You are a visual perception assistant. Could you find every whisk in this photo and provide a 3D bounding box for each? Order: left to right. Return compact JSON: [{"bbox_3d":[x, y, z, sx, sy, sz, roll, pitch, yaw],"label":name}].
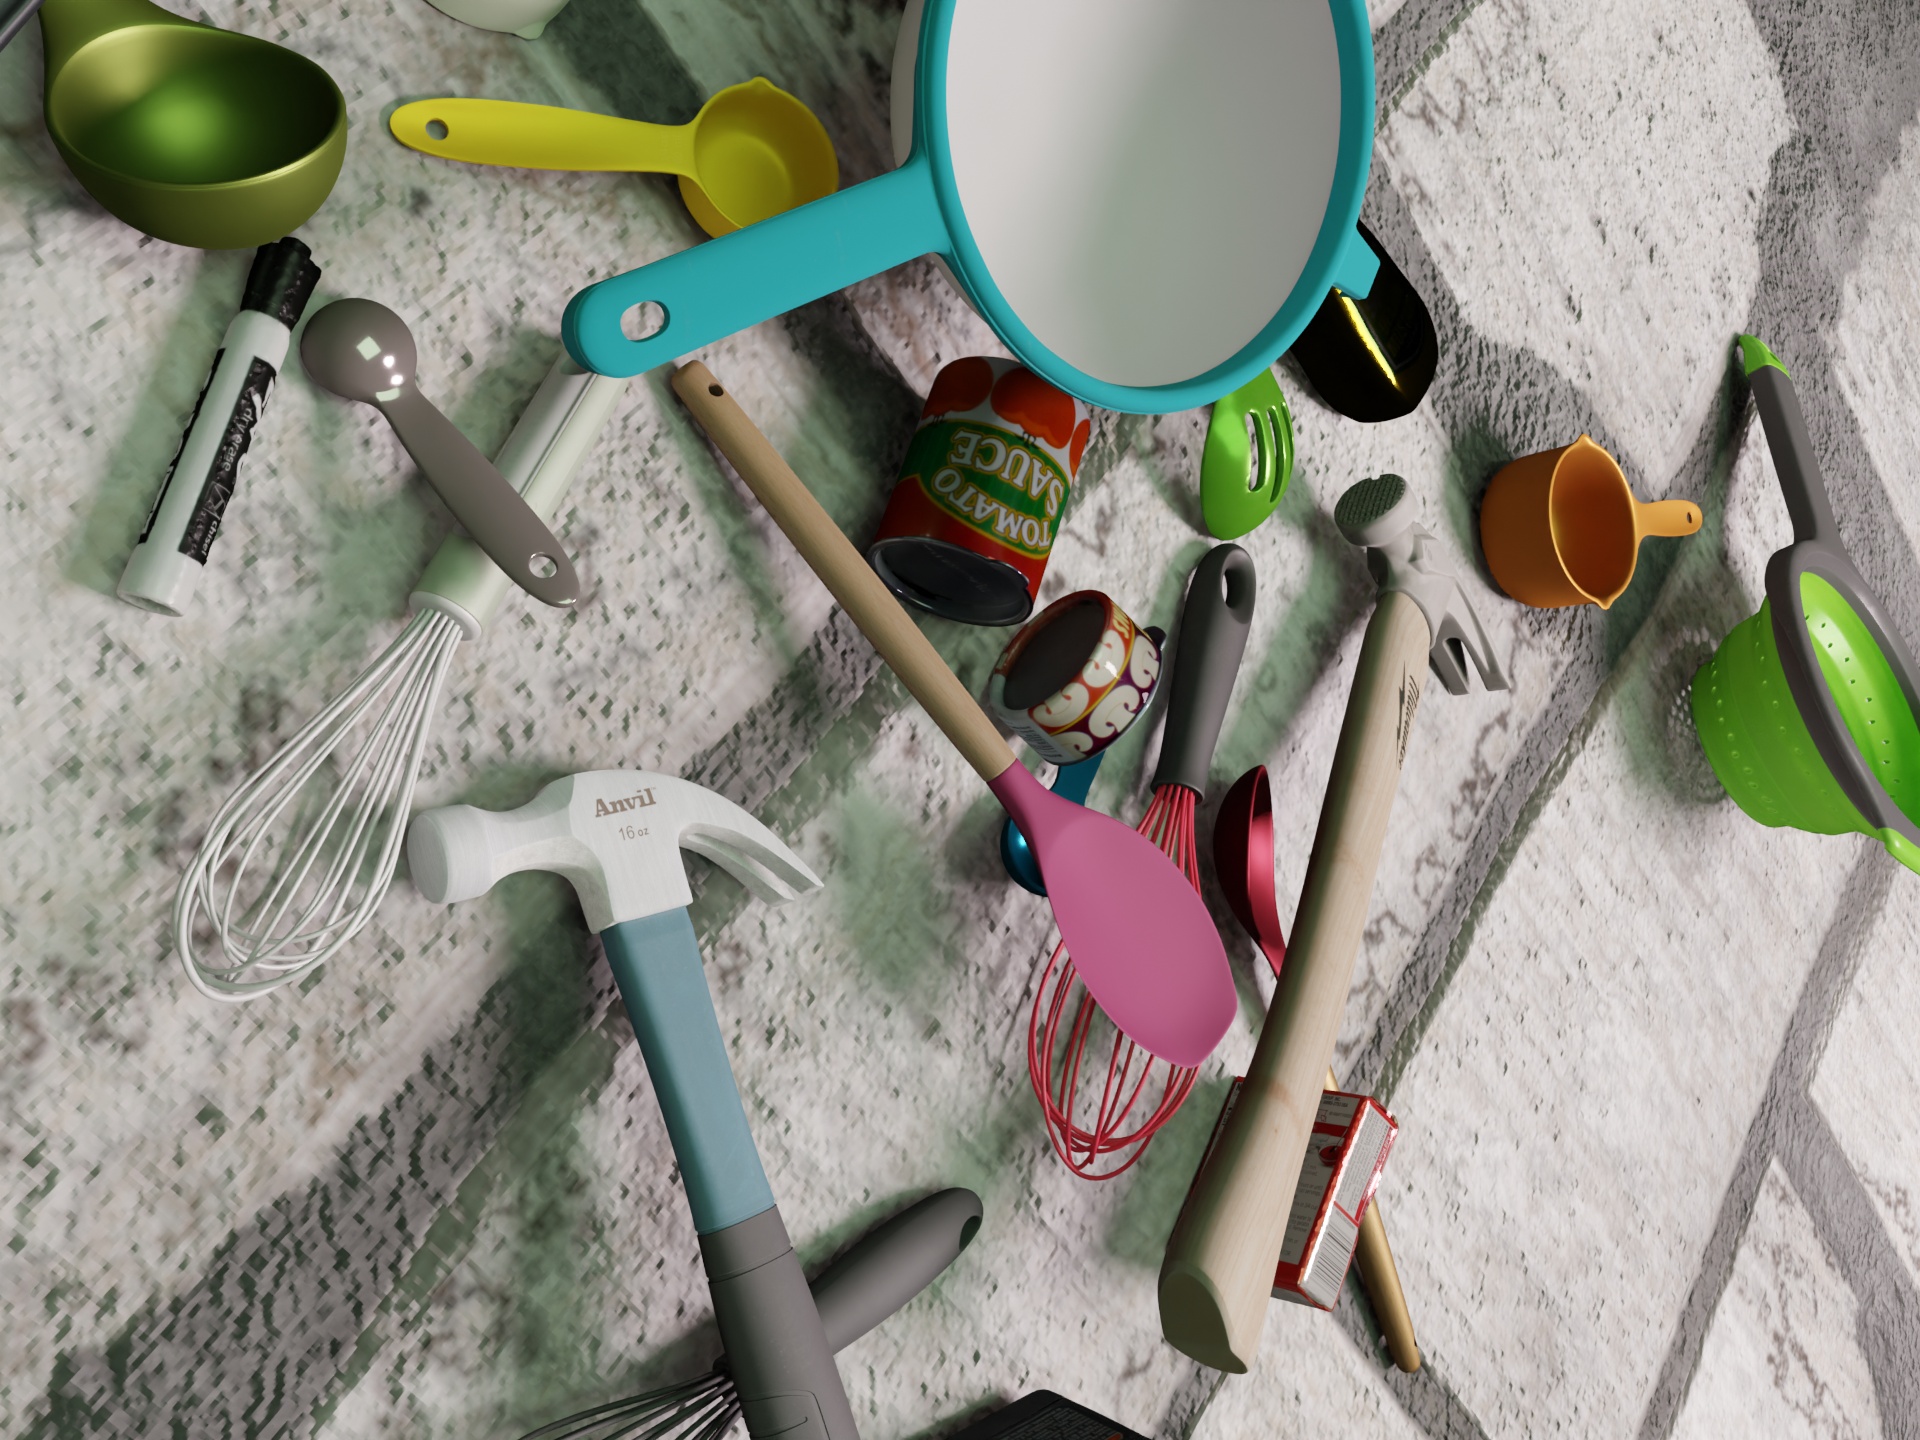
[{"bbox_3d":[-0.163,-0.026,0.490,0.059,0.058,0.246,69,38,-56],"label":"whisk"},{"bbox_3d":[-0.076,0.221,0.535,0.239,0.055,0.055,-25,101,-41],"label":"whisk"},{"bbox_3d":[0.087,0.048,0.673,0.073,0.073,0.296,34,60,-31],"label":"whisk"}]

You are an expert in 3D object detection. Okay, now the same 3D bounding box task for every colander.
[{"bbox_3d":[0.516,-0.071,1.009,0.204,0.094,0.397,22,54,-34],"label":"colander"}]

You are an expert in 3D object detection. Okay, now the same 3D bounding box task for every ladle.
[{"bbox_3d":[-0.277,-0.269,0.418,0.078,0.062,0.320,-43,108,-35],"label":"ladle"},{"bbox_3d":[0.168,0.169,0.738,0.069,0.031,0.315,-44,118,-62],"label":"ladle"}]

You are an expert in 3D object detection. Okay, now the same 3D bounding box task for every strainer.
[{"bbox_3d":[0.000,-0.195,0.567,0.340,0.095,0.210,-30,118,-25],"label":"strainer"}]

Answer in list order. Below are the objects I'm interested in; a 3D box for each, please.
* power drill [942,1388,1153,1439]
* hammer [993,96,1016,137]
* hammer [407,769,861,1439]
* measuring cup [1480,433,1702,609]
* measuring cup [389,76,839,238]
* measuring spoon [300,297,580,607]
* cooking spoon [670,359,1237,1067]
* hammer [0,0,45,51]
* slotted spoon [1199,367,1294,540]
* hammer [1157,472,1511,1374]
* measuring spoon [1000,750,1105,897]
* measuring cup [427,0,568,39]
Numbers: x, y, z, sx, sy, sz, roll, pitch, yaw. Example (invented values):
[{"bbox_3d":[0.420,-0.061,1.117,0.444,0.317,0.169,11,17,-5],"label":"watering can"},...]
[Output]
[{"bbox_3d":[0.046,0.377,0.594,0.185,0.084,0.226,-10,96,-39],"label":"power drill"},{"bbox_3d":[-0.087,-0.295,0.542,0.334,0.035,0.146,-8,92,-50],"label":"hammer"},{"bbox_3d":[-0.069,0.173,0.509,0.128,0.033,0.331,-13,81,-41],"label":"hammer"},{"bbox_3d":[0.358,-0.109,0.900,0.173,0.052,0.095,-8,90,-40],"label":"measuring cup"},{"bbox_3d":[-0.120,-0.197,0.559,0.156,0.029,0.062,-3,88,-26],"label":"measuring cup"},{"bbox_3d":[-0.156,-0.084,0.485,0.034,0.018,0.124,-37,82,-30],"label":"measuring spoon"},{"bbox_3d":[-0.001,-0.002,0.586,0.319,0.017,0.069,52,54,-7],"label":"cooking spoon"},{"bbox_3d":[-0.228,-0.195,0.384,0.149,0.036,0.409,39,83,-25],"label":"hammer"},{"bbox_3d":[0.113,-0.231,0.691,0.070,0.031,0.313,-27,114,-43],"label":"slotted spoon"},{"bbox_3d":[0.168,0.082,0.696,0.146,0.038,0.411,49,50,-32],"label":"hammer"},{"bbox_3d":[0.045,0.019,0.669,0.042,0.021,0.129,32,57,-17],"label":"measuring spoon"},{"bbox_3d":[-0.122,-0.294,0.549,0.167,0.038,0.083,-34,106,-33],"label":"measuring cup"}]
